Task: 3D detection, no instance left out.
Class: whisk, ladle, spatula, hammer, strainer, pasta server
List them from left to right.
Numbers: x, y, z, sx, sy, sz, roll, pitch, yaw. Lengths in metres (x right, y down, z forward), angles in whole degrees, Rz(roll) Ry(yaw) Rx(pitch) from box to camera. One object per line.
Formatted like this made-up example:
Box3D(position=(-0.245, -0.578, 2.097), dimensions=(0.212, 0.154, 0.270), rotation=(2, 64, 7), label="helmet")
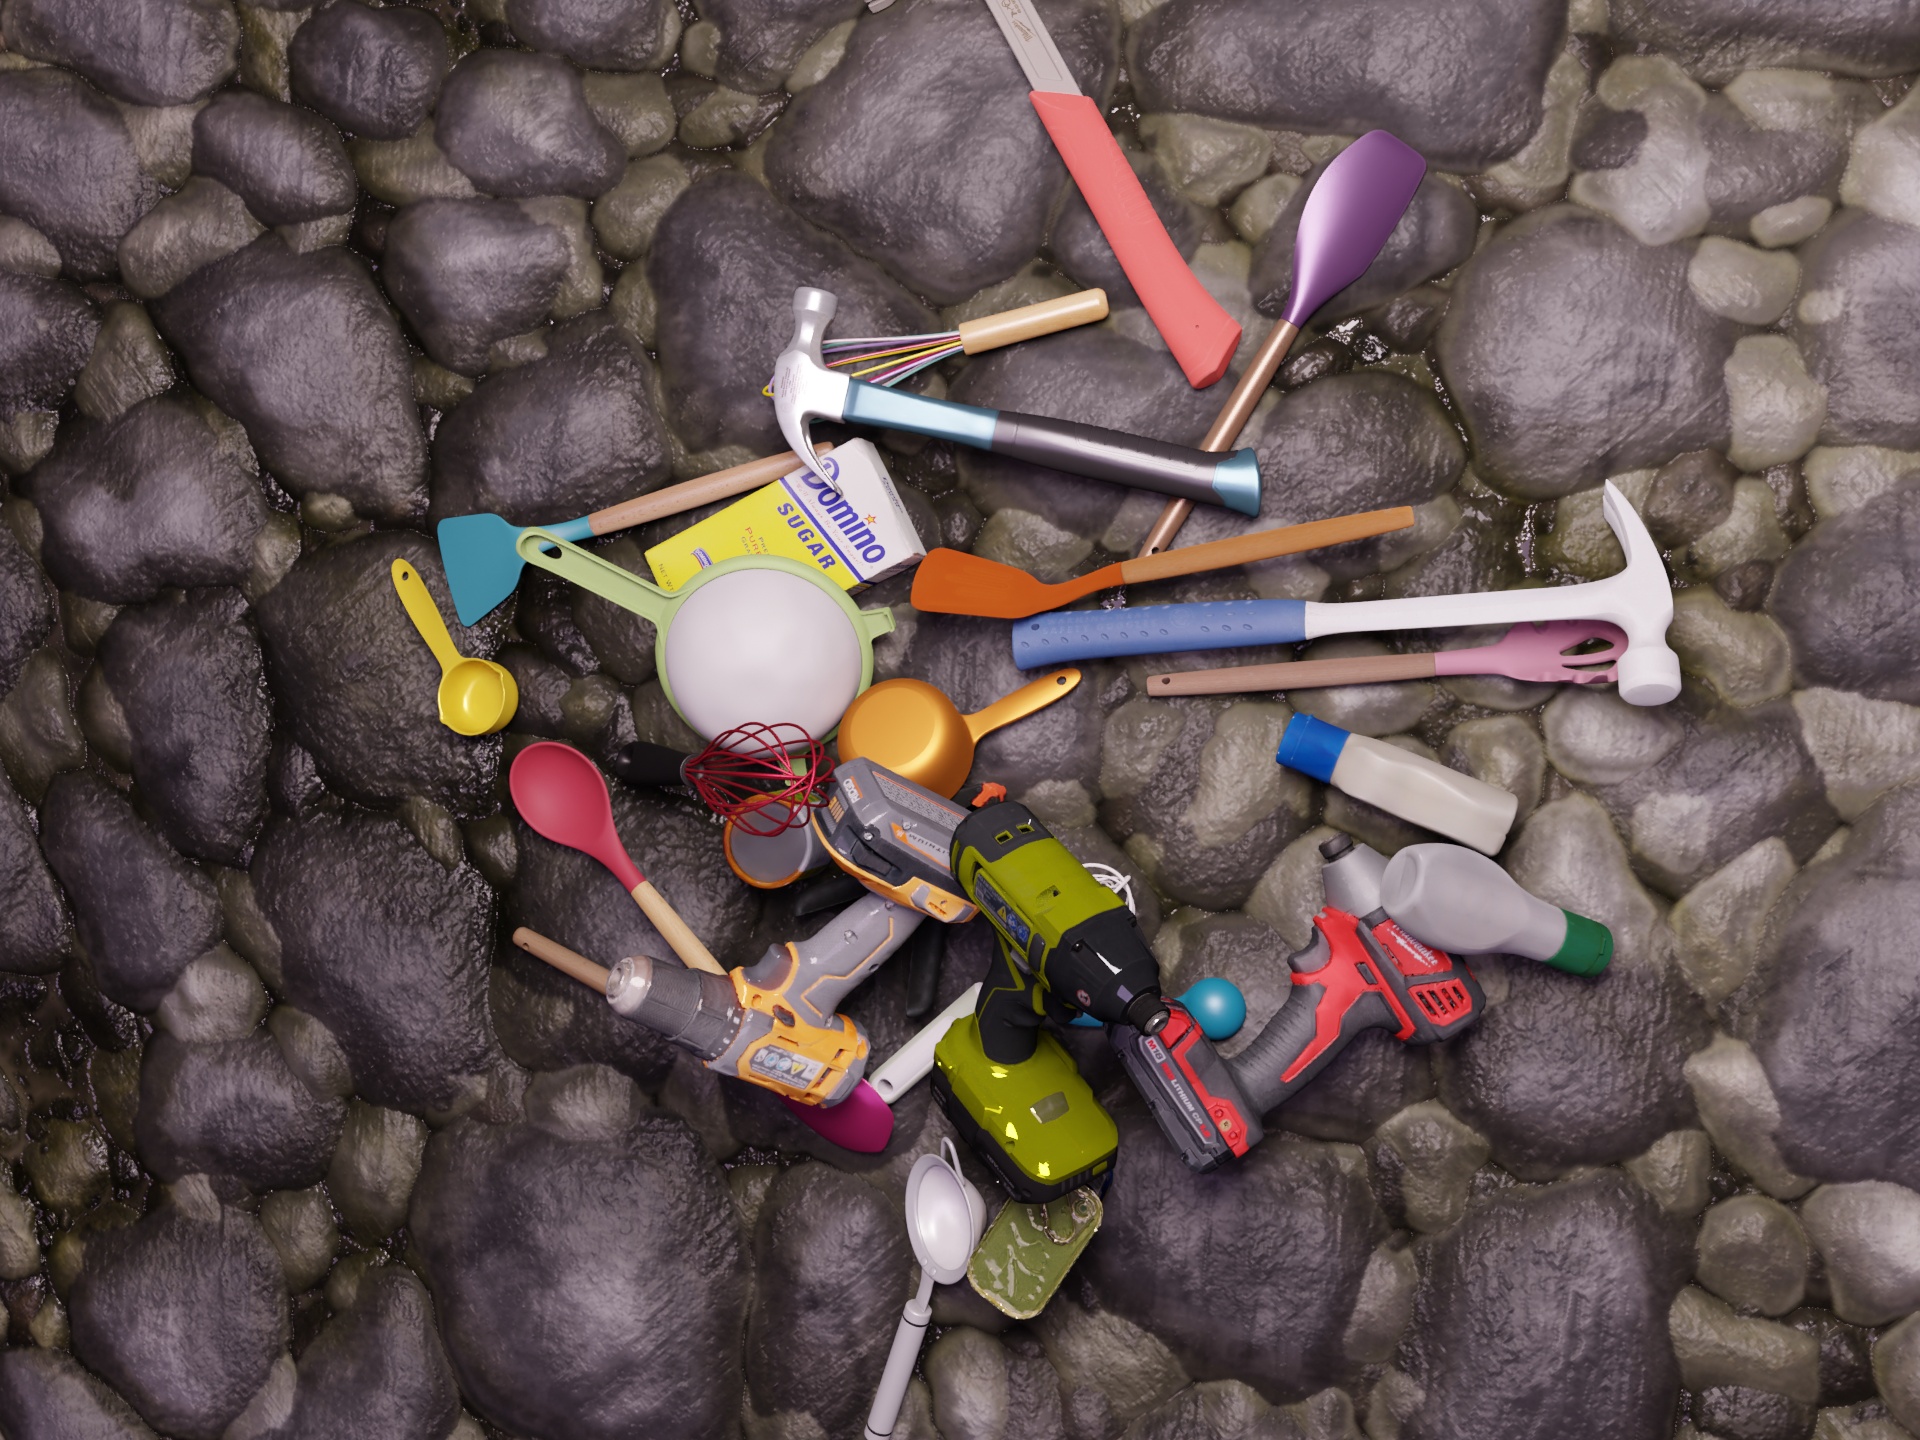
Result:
Box3D(position=(-0.239, -0.149, 1.150), dimensions=(0.317, 0.044, 0.082), rotation=(-15, 88, 9), label="spatula")
Box3D(position=(-0.213, 0.138, 1.135), dimensions=(0.069, 0.031, 0.315), rotation=(-46, 77, 13), label="ladle")
Box3D(position=(-0.181, -0.055, 1.059), dimensions=(0.256, 0.069, 0.151), rotation=(27, 112, -13), label="strainer")
Box3D(position=(-0.164, 0.033, 1.039), dimensions=(0.296, 0.073, 0.073), rotation=(2, 93, 57), label="whisk")
Box3D(position=(-0.027, 0.403, 1.104), dimensions=(0.087, 0.050, 0.258), rotation=(33, 110, 53), label="strainer")
Box3D(position=(-0.019, -0.252, 1.084), dimensions=(0.245, 0.047, 0.051), rotation=(-12, 87, 10), label="whisk")
Box3D(position=(0.024, 0.184, 1.083), dimensions=(0.246, 0.059, 0.058), rotation=(-43, 85, 16), label="whisk")
Box3D(position=(0.037, -0.188, 1.043), dimensions=(0.331, 0.033, 0.128), rotation=(13, 93, 6), label="hammer")
Box3D(position=(0.076, -0.379, 1.061), dimensions=(0.149, 0.036, 0.359), rotation=(-29, 84, 13), label="hammer")
Box3D(position=(0.127, -0.108, 1.031), dimensions=(0.322, 0.081, 0.041), rotation=(-10, 122, 18), label="spatula")
Box3D(position=(0.200, -0.238, 1.041), dimensions=(0.059, 0.018, 0.316), rotation=(28, 99, -10), label="spatula")
Box3D(position=(0.232, -0.069, 1.014), dimensions=(0.405, 0.035, 0.144), rotation=(-3, 62, 19), label="hammer")
Box3D(position=(0.276, -0.038, 1.021), dimensions=(0.316, 0.040, 0.060), rotation=(-4, 61, 15), label="pasta server")

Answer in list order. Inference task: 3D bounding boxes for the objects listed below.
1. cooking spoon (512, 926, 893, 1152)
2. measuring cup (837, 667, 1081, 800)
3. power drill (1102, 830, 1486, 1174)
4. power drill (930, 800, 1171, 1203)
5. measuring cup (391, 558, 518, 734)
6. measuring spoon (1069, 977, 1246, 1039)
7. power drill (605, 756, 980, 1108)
Box3D(position=(-0.190, 0.224, 1.144), dimensions=(0.319, 0.017, 0.068), rotation=(25, 118, 14), label="cooking spoon")
Box3D(position=(-0.002, -0.003, 1.070), dimensions=(0.173, 0.052, 0.095), rotation=(-26, 61, 4), label="measuring cup")
Box3D(position=(0.206, 0.176, 1.011), dimensions=(0.219, 0.078, 0.143), rotation=(-31, 85, -1), label="power drill")
Box3D(position=(0.051, 0.181, 0.960), dimensions=(0.171, 0.080, 0.223), rotation=(46, 143, 38), label="power drill")
Box3D(position=(-0.380, -0.057, 1.188), dimensions=(0.062, 0.029, 0.157), rotation=(-37, 75, 12), label="measuring cup")
Box3D(position=(0.127, 0.197, 1.069), dimensions=(0.128, 0.021, 0.042), rotation=(-4, 91, 12), label="measuring spoon")
Box3D(position=(-0.100, 0.135, 1.018), dimensions=(0.185, 0.084, 0.226), rotation=(29, 105, -31), label="power drill")
